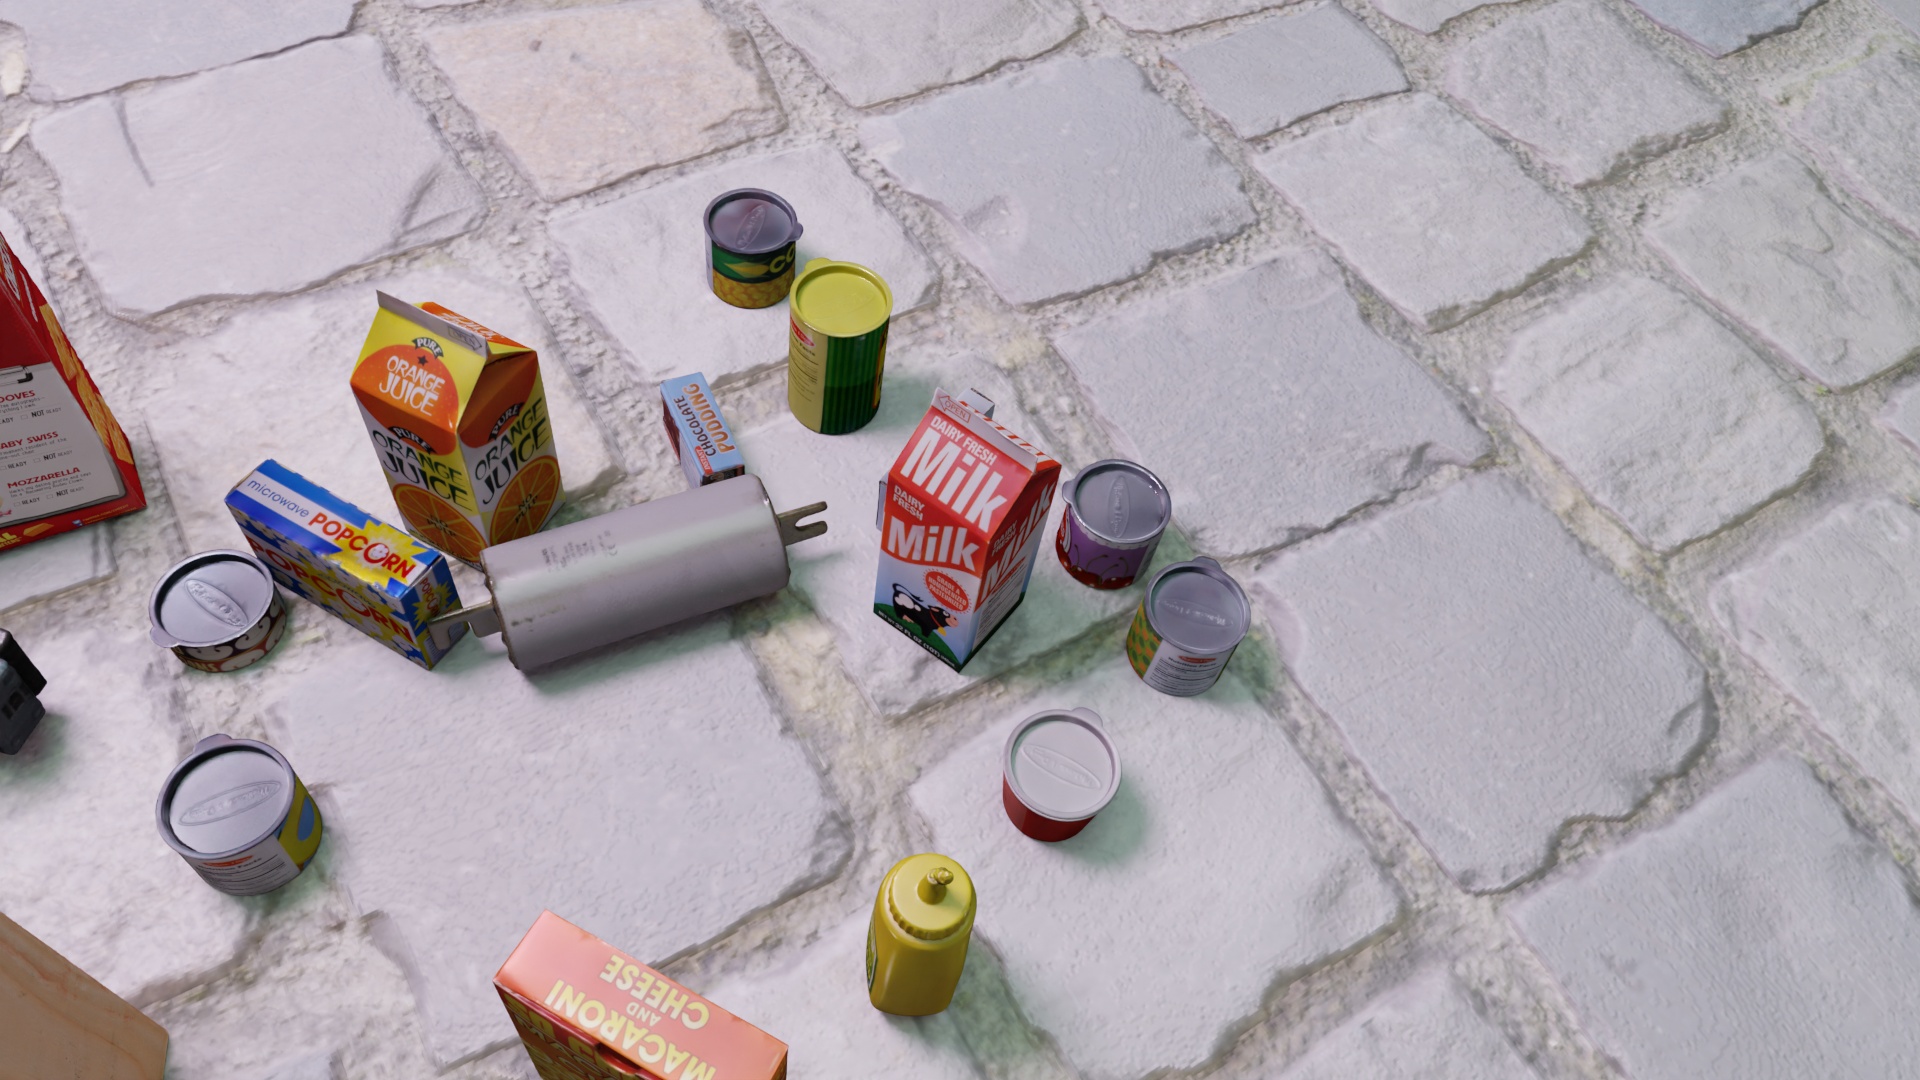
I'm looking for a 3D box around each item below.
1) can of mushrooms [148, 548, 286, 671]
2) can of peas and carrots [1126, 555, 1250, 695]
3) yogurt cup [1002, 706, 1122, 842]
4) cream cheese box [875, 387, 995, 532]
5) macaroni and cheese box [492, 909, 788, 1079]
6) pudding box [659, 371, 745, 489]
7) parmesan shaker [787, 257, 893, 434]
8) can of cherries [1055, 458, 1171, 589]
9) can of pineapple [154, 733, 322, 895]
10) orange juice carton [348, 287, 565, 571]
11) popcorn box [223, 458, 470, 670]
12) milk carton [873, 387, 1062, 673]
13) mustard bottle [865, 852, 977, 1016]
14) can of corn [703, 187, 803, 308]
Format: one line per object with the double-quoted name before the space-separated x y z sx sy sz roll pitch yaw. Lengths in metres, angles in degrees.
"can of mushrooms" -0.433 0.042 0.808 0.071 0.033 0.071 4 56 -6
"can of peas and carrots" 0.142 0.054 0.870 0.071 0.058 0.071 4 56 -6
"yogurt cup" 0.055 0.139 0.802 0.072 0.053 0.073 4 56 -6
"cream cheese box" -0.017 -0.050 0.920 0.024 0.053 0.104 33 58 13
"macaroni and cheese box" -0.141 0.240 0.637 0.124 0.165 0.040 26 57 9
"pudding box" -0.169 -0.063 0.908 0.030 0.049 0.084 -19 61 -19
"parmesan shaker" -0.084 -0.130 0.934 0.071 0.102 0.071 4 56 -6
"can of cherries" 0.096 -0.011 0.907 0.071 0.058 0.072 4 56 -6
"can of pineapple" -0.378 0.145 0.732 0.071 0.057 0.071 4 56 -6
"orange juice carton" -0.290 -0.067 0.806 0.072 0.191 0.073 26 57 9
"popcorn box" -0.354 0.014 0.807 0.127 0.084 0.038 27 57 10
"milk carton" 0.003 -0.010 0.813 0.072 0.189 0.074 35 59 15
"mustard bottle" -0.020 0.190 0.693 0.049 0.159 0.065 4 56 -6
"can of corn" -0.149 -0.210 1.005 0.071 0.058 0.071 4 56 -6
